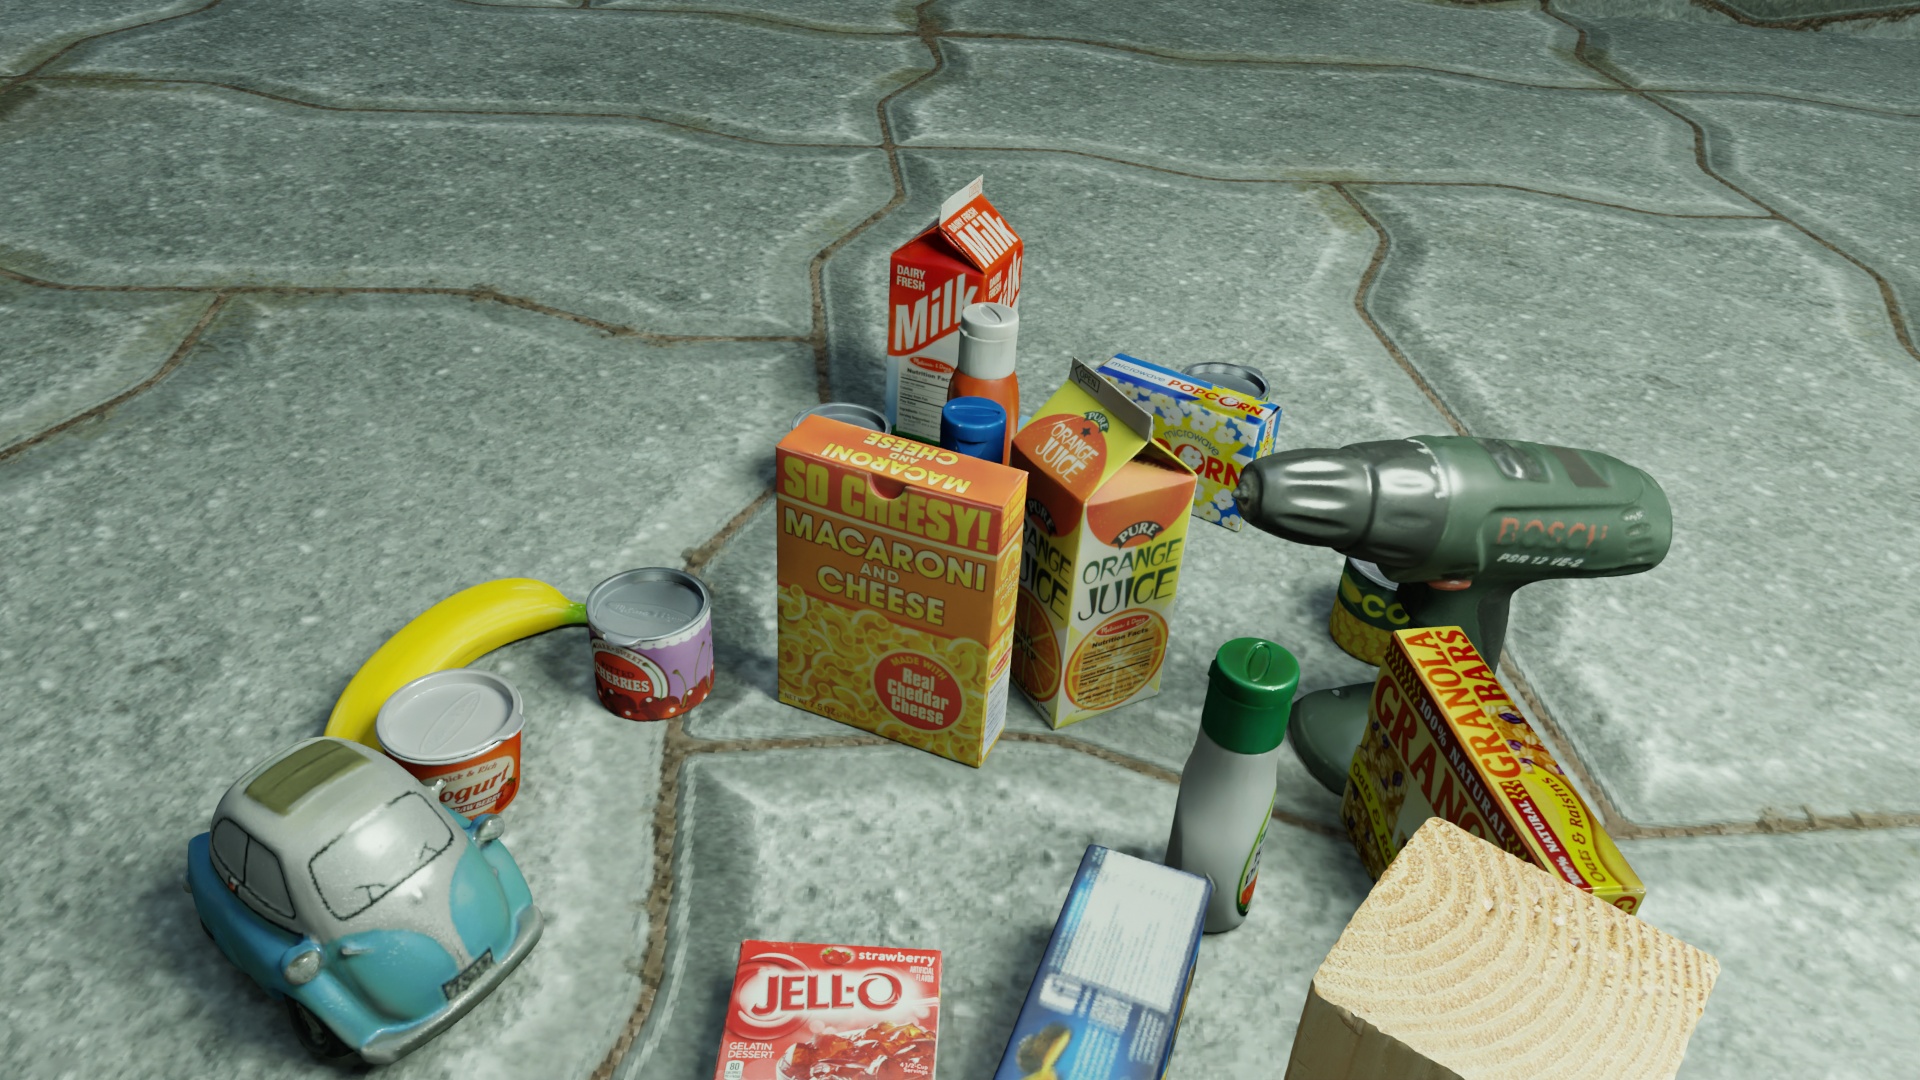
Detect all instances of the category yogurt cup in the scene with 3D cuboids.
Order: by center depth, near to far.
[{"bbox_3d":[-0.250,0.104,0.688,0.072,0.053,0.073,3,34,-2],"label":"yogurt cup"}]

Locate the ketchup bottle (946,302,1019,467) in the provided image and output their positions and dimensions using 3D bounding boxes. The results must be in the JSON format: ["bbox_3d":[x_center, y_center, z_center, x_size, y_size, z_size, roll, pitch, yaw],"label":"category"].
[{"bbox_3d":[0.014,-0.080,0.905,0.043,0.148,0.065,-10,36,-19],"label":"ketchup bottle"}]

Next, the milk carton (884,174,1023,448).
[{"bbox_3d":[-0.005,-0.156,0.979,0.073,0.189,0.073,16,35,17],"label":"milk carton"}]

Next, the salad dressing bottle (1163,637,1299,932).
[{"bbox_3d":[0.122,0.112,0.631,0.044,0.146,0.064,14,35,15],"label":"salad dressing bottle"}]

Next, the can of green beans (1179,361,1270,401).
[{"bbox_3d":[0.190,-0.091,1.021,0.071,0.057,0.071,3,34,-2],"label":"can of green beans"}]

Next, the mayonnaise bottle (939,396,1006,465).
[{"bbox_3d":[0.003,-0.010,0.800,0.065,0.147,0.041,4,34,1],"label":"mayonnaise bottle"}]

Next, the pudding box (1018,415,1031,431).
[{"bbox_3d":[0.073,-0.051,0.957,0.084,0.049,0.030,15,35,15],"label":"pudding box"}]

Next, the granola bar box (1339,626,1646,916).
[{"bbox_3d":[0.229,0.137,0.626,0.039,0.123,0.166,-2,34,-9],"label":"granola bar box"}]

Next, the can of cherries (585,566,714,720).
[{"bbox_3d":[-0.171,0.058,0.762,0.071,0.058,0.072,3,34,-2],"label":"can of cherries"}]

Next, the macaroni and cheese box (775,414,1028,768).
[{"bbox_3d":[-0.034,0.029,0.723,0.124,0.165,0.040,16,35,17],"label":"macaroni and cheese box"}]

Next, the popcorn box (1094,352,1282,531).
[{"bbox_3d":[0.150,-0.069,0.960,0.127,0.084,0.038,23,38,26],"label":"popcorn box"}]

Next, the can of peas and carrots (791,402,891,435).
[{"bbox_3d":[-0.081,-0.051,0.932,0.071,0.058,0.071,3,34,-2],"label":"can of peas and carrots"}]

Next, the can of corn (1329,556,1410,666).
[{"bbox_3d":[0.261,0.037,0.838,0.071,0.058,0.071,3,34,-2],"label":"can of corn"}]

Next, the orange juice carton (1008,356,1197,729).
[{"bbox_3d":[0.071,0.001,0.752,0.073,0.191,0.072,-15,38,-25],"label":"orange juice carton"}]
